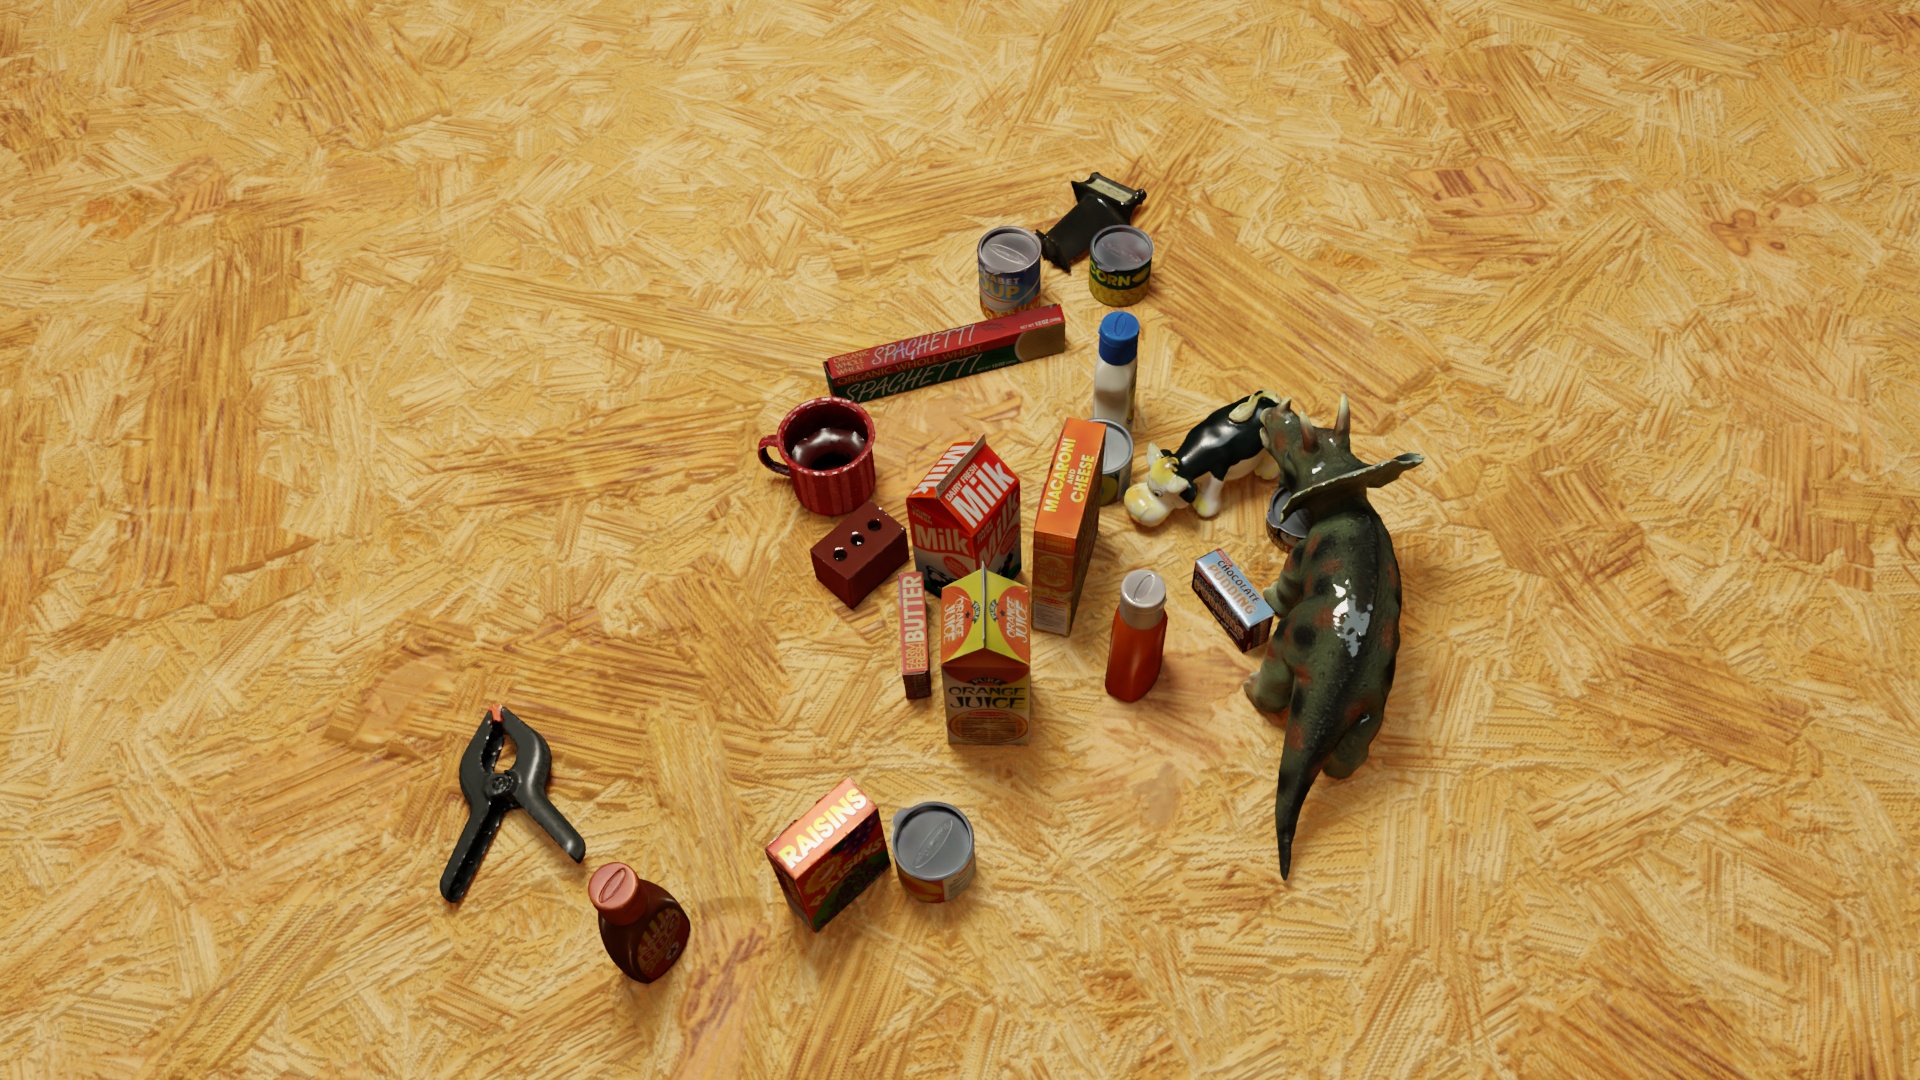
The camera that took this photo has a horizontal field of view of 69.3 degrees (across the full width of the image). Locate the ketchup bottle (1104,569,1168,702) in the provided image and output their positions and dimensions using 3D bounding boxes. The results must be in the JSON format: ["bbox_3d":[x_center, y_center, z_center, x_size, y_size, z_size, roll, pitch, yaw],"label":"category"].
[{"bbox_3d":[0.151,0.078,1.175,0.043,0.148,0.065,25,61,18],"label":"ketchup bottle"}]

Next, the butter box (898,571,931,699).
[{"bbox_3d":[-0.041,0.084,1.236,0.024,0.053,0.104,-4,57,0],"label":"butter box"}]

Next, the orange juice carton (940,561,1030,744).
[{"bbox_3d":[0.021,0.097,1.142,0.073,0.191,0.072,0,57,3],"label":"orange juice carton"}]

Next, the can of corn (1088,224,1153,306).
[{"bbox_3d":[0.168,-0.288,1.470,0.071,0.058,0.071,-1,57,2],"label":"can of corn"}]

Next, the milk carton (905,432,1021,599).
[{"bbox_3d":[0.004,-0.015,1.218,0.073,0.189,0.072,30,63,20],"label":"milk carton"}]

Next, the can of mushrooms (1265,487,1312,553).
[{"bbox_3d":[0.318,-0.020,1.301,0.071,0.033,0.071,-1,57,2],"label":"can of mushrooms"}]

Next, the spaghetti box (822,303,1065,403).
[{"bbox_3d":[-0.014,-0.189,1.417,0.250,0.050,0.029,-15,57,-7],"label":"spaghetti box"}]

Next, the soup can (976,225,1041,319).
[{"bbox_3d":[0.050,-0.274,1.450,0.071,0.083,0.072,-1,57,2],"label":"soup can"}]

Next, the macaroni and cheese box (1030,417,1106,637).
[{"bbox_3d":[0.094,-0.009,1.224,0.040,0.165,0.124,12,58,10],"label":"macaroni and cheese box"}]

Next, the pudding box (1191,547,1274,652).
[{"bbox_3d":[0.244,0.053,1.246,0.030,0.049,0.084,-26,59,-14],"label":"pudding box"}]

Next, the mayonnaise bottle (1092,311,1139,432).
[{"bbox_3d":[0.149,-0.157,1.330,0.041,0.147,0.065,11,58,9],"label":"mayonnaise bottle"}]

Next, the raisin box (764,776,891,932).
[{"bbox_3d":[-0.102,0.247,1.089,0.086,0.122,0.040,-39,63,-20],"label":"raisin box"}]

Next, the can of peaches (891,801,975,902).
[{"bbox_3d":[-0.023,0.251,1.122,0.071,0.057,0.071,-1,57,2],"label":"can of peaches"}]

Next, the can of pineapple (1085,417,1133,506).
[{"bbox_3d":[0.130,-0.075,1.331,0.071,0.057,0.071,-1,57,2],"label":"can of pineapple"}]

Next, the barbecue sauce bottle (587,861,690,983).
[{"bbox_3d":[-0.247,0.286,1.055,0.044,0.147,0.065,25,62,18],"label":"barbecue sauce bottle"}]
